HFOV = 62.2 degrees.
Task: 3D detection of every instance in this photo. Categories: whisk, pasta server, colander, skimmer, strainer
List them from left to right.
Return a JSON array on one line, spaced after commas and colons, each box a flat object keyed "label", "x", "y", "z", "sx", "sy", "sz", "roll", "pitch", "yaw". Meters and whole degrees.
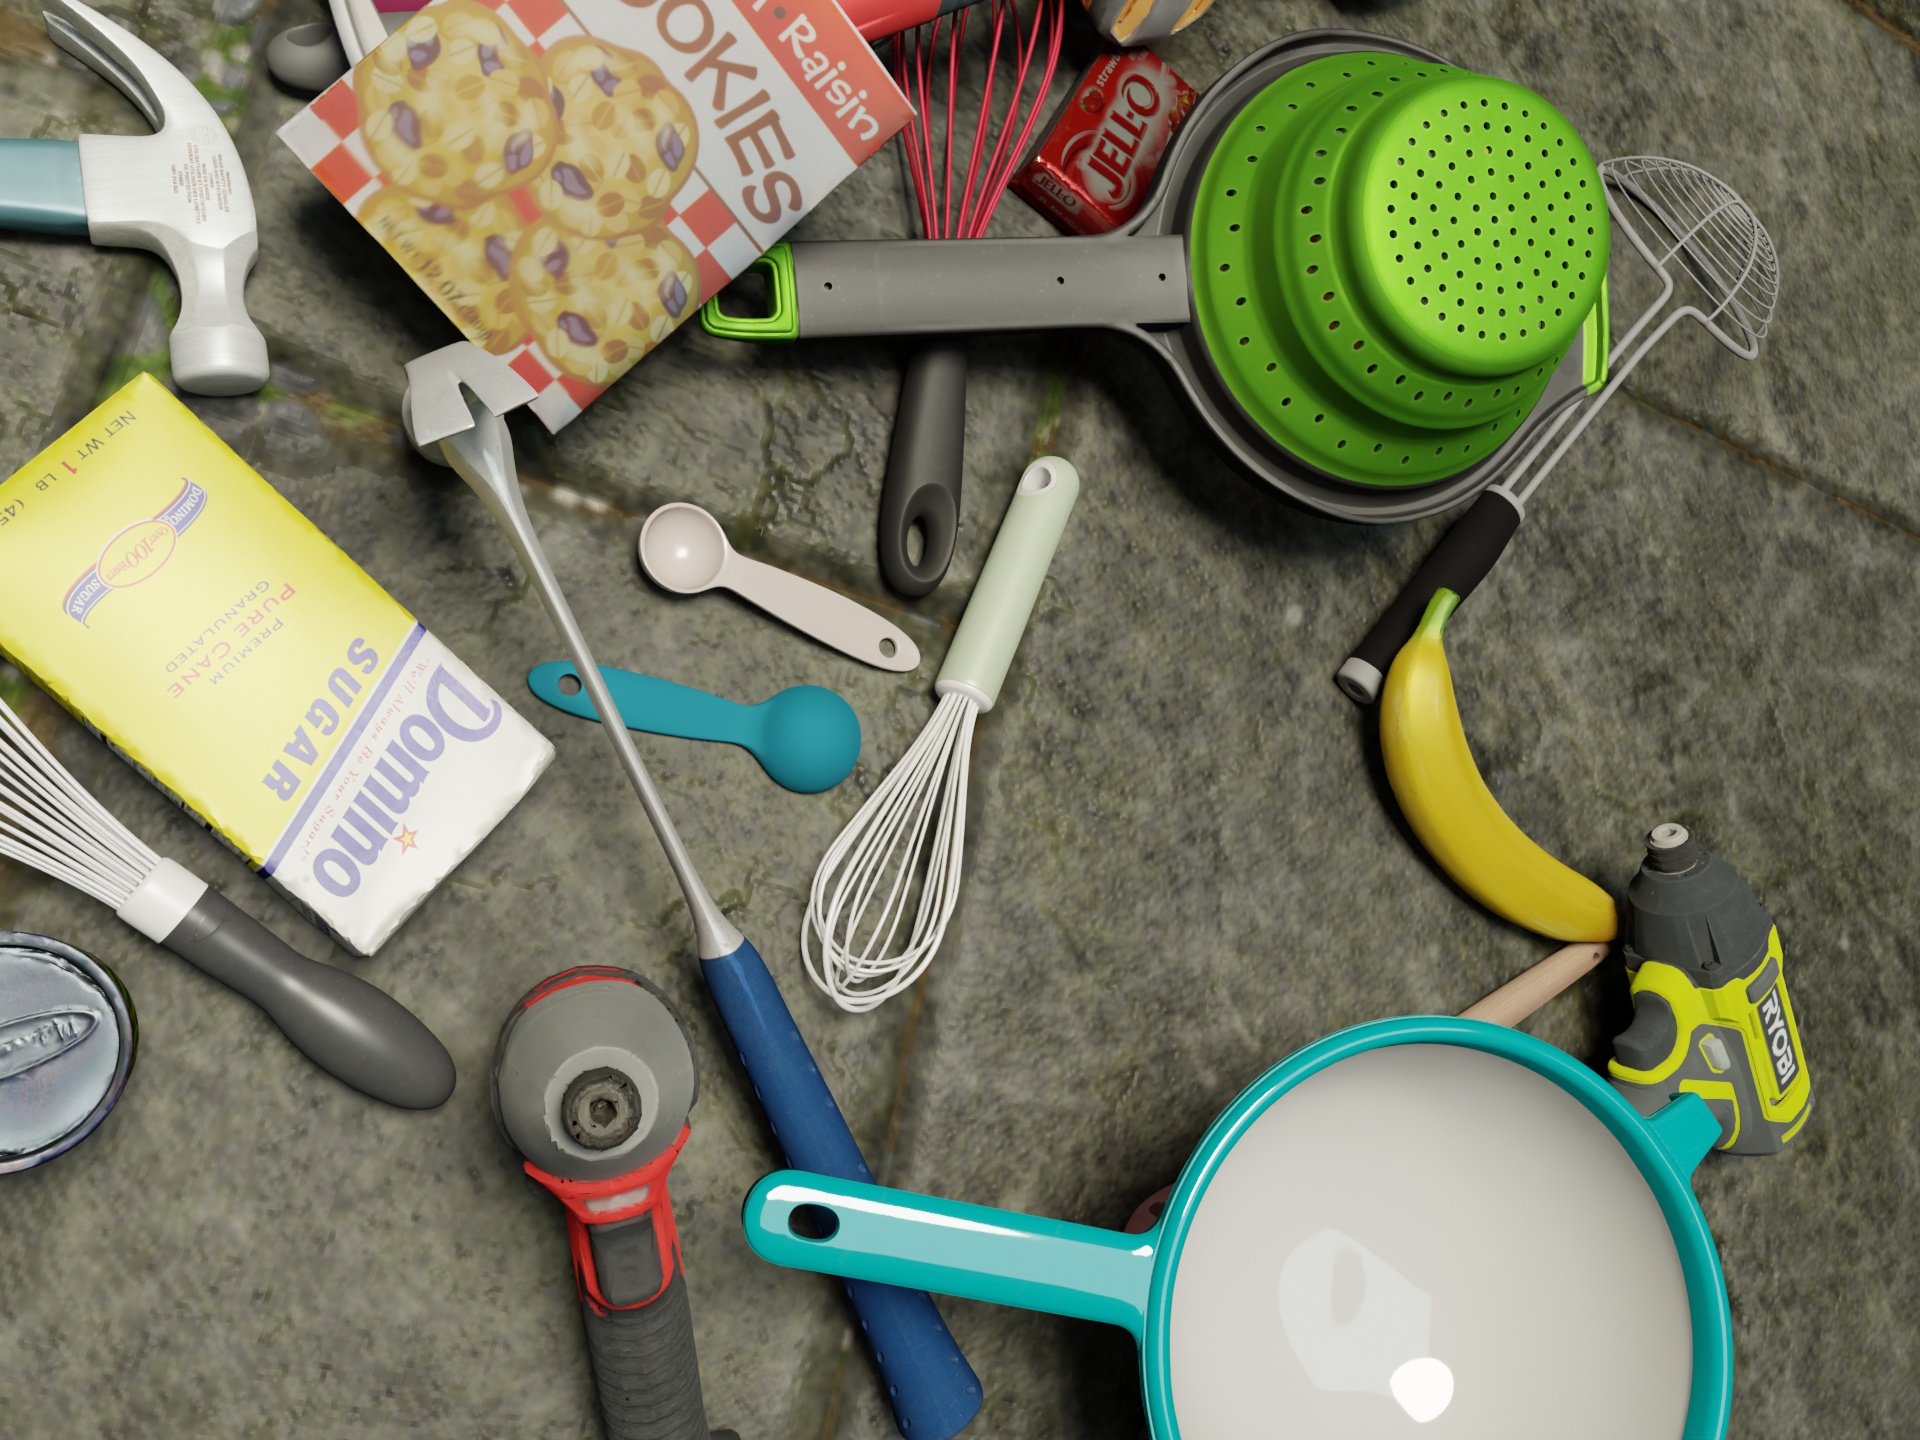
[{"label": "whisk", "x": -0.269, "y": 0.036, "z": 0.480, "sx": 0.284, "sy": 0.070, "sz": 0.070, "roll": 42, "pitch": 67, "yaw": -19}, {"label": "whisk", "x": -0.135, "y": -0.257, "z": 0.598, "sx": 0.239, "sy": 0.055, "sz": 0.055, "roll": -14, "pitch": 88, "yaw": -22}, {"label": "whisk", "x": -0.002, "y": -0.195, "z": 0.646, "sx": 0.073, "sy": 0.073, "sz": 0.296, "roll": 9, "pitch": 84, "yaw": -24}, {"label": "whisk", "x": -0.001, "y": -0.002, "z": 0.623, "sx": 0.059, "sy": 0.058, "sz": 0.246, "roll": 49, "pitch": 56, "yaw": -49}, {"label": "strainer", "x": 0.090, "y": 0.196, "z": 0.551, "sx": 0.340, "sy": 0.095, "sz": 0.211, "roll": 13, "pitch": 77, "yaw": -8}, {"label": "colander", "x": 0.103, "y": -0.174, "z": 0.600, "sx": 0.397, "sy": 0.094, "sz": 0.204, "roll": -6, "pitch": 93, "yaw": -16}, {"label": "pasta server", "x": 0.185, "y": 0.165, "z": 0.685, "sx": 0.316, "sy": 0.040, "sz": 0.060, "roll": -24, "pitch": 113, "yaw": -28}, {"label": "skimmer", "x": 0.288, "y": -0.143, "z": 0.790, "sx": 0.127, "sy": 0.090, "sz": 0.363, "roll": 43, "pitch": 77, "yaw": -9}]

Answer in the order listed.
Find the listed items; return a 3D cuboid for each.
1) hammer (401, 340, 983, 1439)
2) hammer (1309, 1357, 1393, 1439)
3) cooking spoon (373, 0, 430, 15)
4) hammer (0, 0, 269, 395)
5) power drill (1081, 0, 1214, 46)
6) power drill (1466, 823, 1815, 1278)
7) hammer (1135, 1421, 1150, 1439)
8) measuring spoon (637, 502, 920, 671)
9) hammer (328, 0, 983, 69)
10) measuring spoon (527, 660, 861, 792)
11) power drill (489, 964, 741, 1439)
[{"label": "hammer", "x": -0.084, "y": 0.067, "z": 0.529, "sx": 0.035, "sy": 0.144, "sz": 0.405, "roll": -26, "pitch": 102, "yaw": -14}, {"label": "hammer", "x": 0.222, "y": 0.443, "z": 0.618, "sx": 0.146, "sy": 0.038, "sz": 0.410, "roll": -18, "pitch": 89, "yaw": -28}, {"label": "cooking spoon", "x": -0.096, "y": -0.318, "z": 0.626, "sx": 0.319, "sy": 0.068, "sz": 0.017, "roll": -22, "pitch": 49, "yaw": -32}, {"label": "hammer", "x": -0.387, "y": -0.163, "z": 0.466, "sx": 0.331, "sy": 0.033, "sz": 0.128, "roll": -5, "pitch": 85, "yaw": -26}, {"label": "power drill", "x": 0.115, "y": -0.405, "z": 0.715, "sx": 0.226, "sy": 0.084, "sz": 0.185, "roll": -21, "pitch": 80, "yaw": -27}, {"label": "power drill", "x": 0.286, "y": 0.165, "z": 0.698, "sx": 0.223, "sy": 0.080, "sz": 0.171, "roll": -37, "pitch": 114, "yaw": -27}, {"label": "hammer", "x": 0.193, "y": 0.410, "z": 0.650, "sx": 0.359, "sy": 0.037, "sz": 0.149, "roll": 41, "pitch": 67, "yaw": -14}, {"label": "measuring spoon", "x": -0.070, "y": -0.046, "z": 0.613, "sx": 0.124, "sy": 0.018, "sz": 0.034, "roll": 25, "pitch": 70, "yaw": -27}, {"label": "hammer", "x": -0.029, "y": -0.286, "z": 0.579, "sx": 0.386, "sy": 0.038, "sz": 0.143, "roll": -25, "pitch": 112, "yaw": -11}, {"label": "measuring spoon", "x": -0.094, "y": -0.003, "z": 0.587, "sx": 0.128, "sy": 0.021, "sz": 0.042, "roll": 13, "pitch": 76, "yaw": -23}, {"label": "power drill", "x": -0.098, "y": 0.187, "z": 0.487, "sx": 0.078, "sy": 0.143, "sz": 0.220, "roll": -10, "pitch": 88, "yaw": -15}]
